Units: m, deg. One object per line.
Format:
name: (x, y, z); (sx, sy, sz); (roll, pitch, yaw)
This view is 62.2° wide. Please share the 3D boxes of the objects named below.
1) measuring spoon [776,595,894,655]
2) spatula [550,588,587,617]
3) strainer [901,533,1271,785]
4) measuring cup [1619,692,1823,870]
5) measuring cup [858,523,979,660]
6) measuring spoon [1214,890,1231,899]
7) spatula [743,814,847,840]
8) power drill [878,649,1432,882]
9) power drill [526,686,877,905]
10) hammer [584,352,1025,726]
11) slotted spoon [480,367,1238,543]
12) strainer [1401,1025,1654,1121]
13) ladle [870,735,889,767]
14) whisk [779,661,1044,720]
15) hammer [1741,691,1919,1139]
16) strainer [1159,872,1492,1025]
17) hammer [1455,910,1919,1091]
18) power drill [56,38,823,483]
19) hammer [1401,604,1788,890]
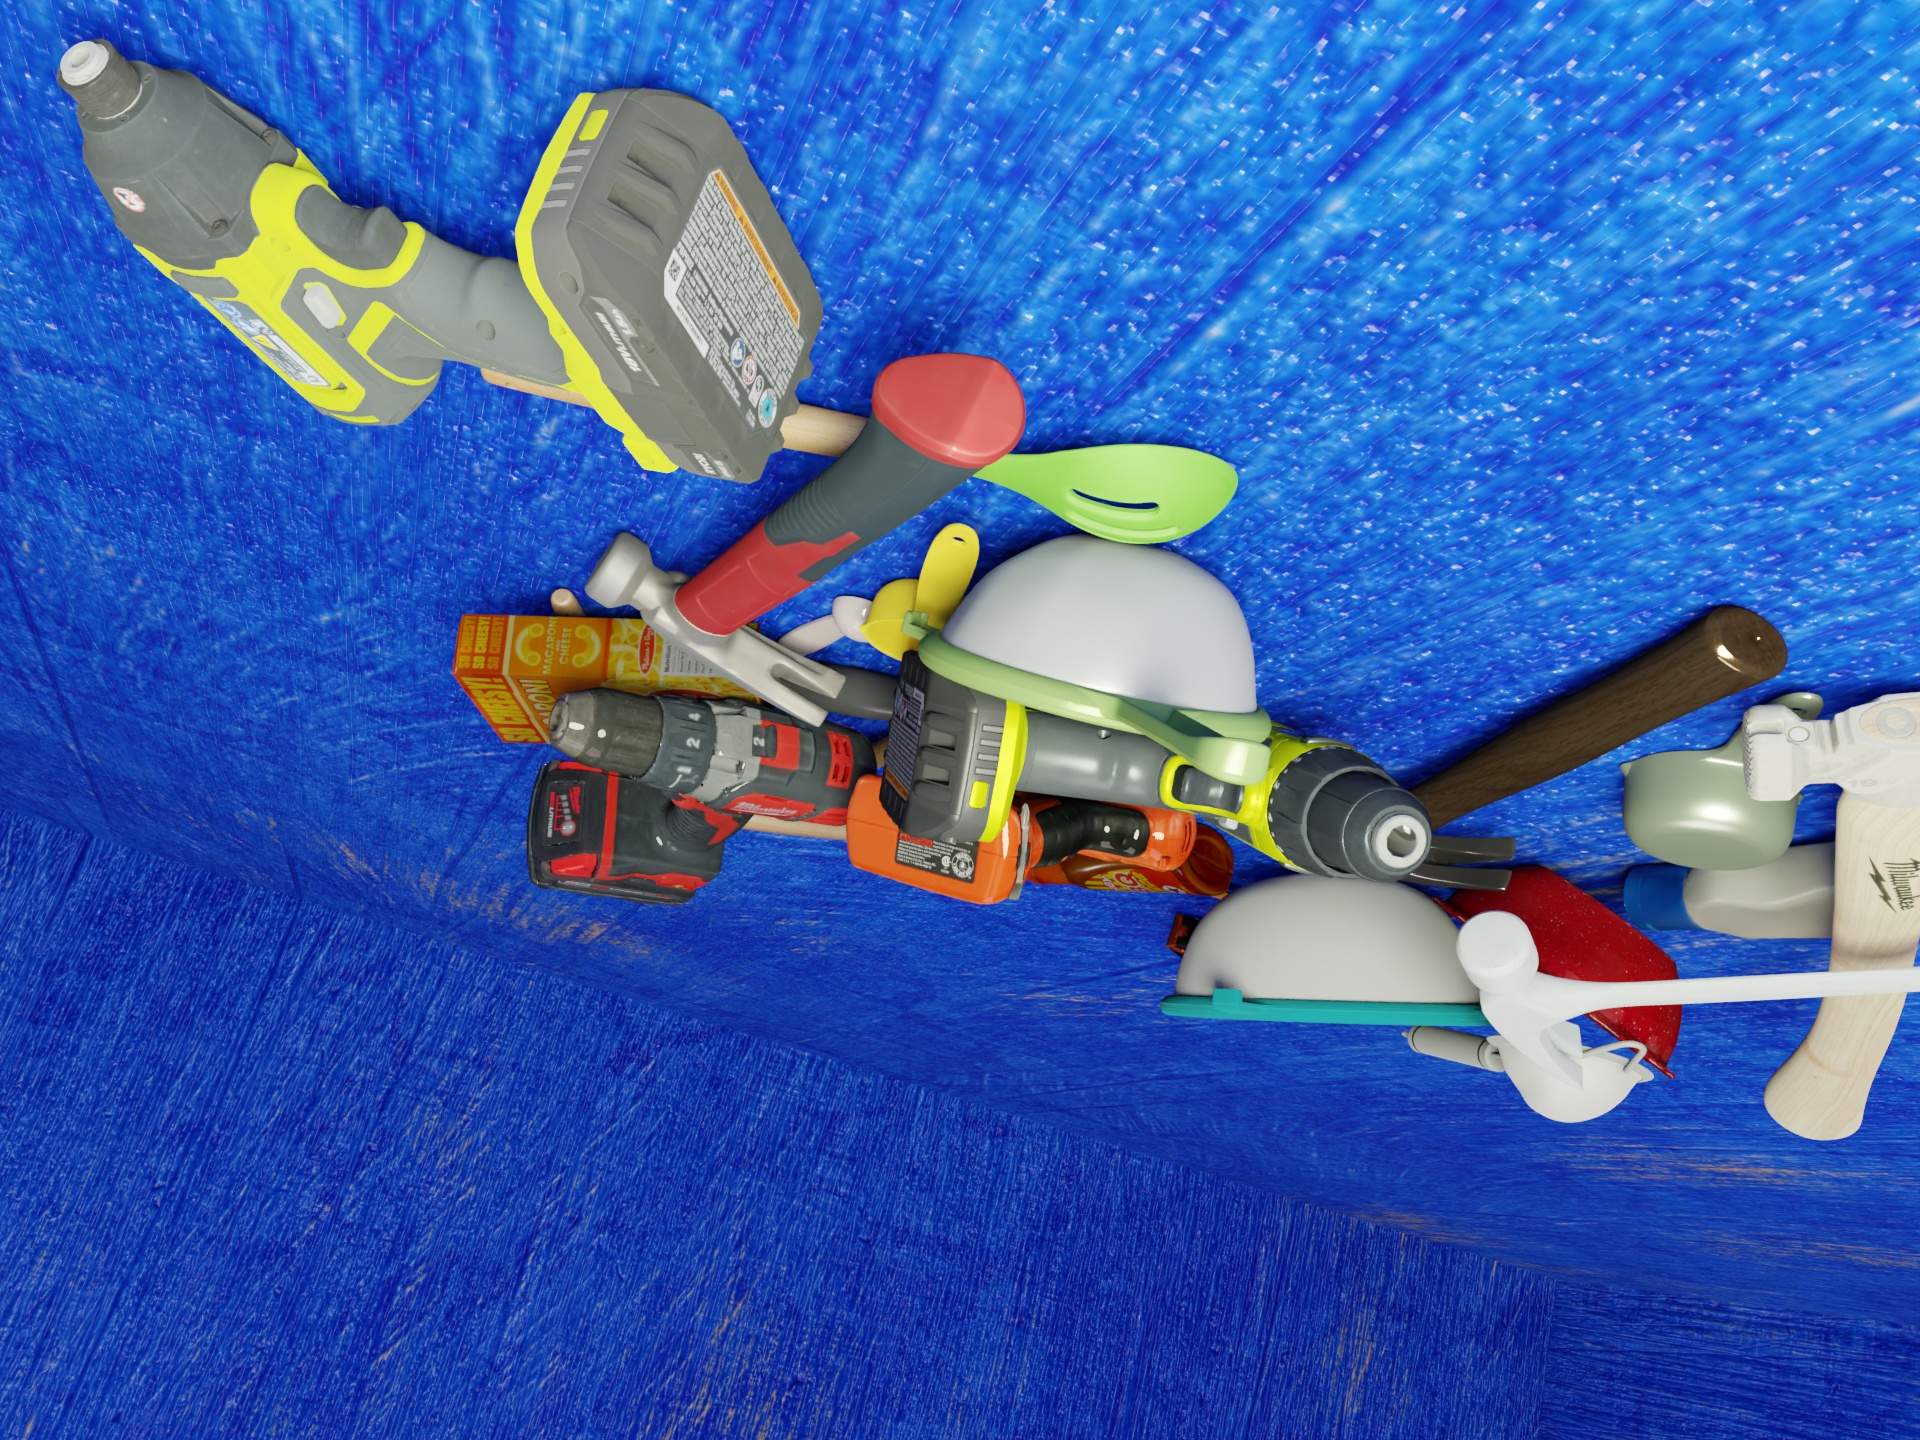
measuring spoon: (-0.074, -0.043, 0.861); (0.034, 0.018, 0.124); (24, 160, -25)
spatula: (-0.231, -0.005, 1.048); (0.082, 0.044, 0.317); (3, 159, 0)
strainer: (0.070, -0.032, 0.610); (0.151, 0.069, 0.256); (11, -172, -12)
measuring cup: (0.349, 0.031, 0.714); (0.083, 0.038, 0.167); (11, 163, 11)
measuring cup: (-0.009, -0.065, 0.741); (0.062, 0.029, 0.156); (17, 159, -4)
measuring spoon: (0.192, 0.122, 1.142); (0.117, 0.011, 0.021); (19, 161, -1)
spatula: (-0.102, 0.076, 1.137); (0.315, 0.018, 0.060); (9, 164, -23)
power drill: (0.087, 0.027, 0.732); (0.228, 0.080, 0.190); (9, -175, -11)
power drill: (-0.181, 0.041, 0.936); (0.187, 0.080, 0.226); (14, 155, -34)
hammer: (-0.056, -0.065, 0.667); (0.143, 0.038, 0.386); (32, 162, -17)
slotted spoon: (-0.048, -0.113, 0.635); (0.314, 0.031, 0.070); (13, 165, 11)
strainer: (0.319, 0.200, 0.932); (0.087, 0.050, 0.258); (19, 172, -7)
ladle: (-0.064, 0.026, 1.036); (0.069, 0.031, 0.315); (16, 161, -29)
whisk: (-0.002, -0.002, 0.884); (0.239, 0.055, 0.055); (12, 161, 20)
hammer: (0.442, 0.113, 0.754); (0.146, 0.038, 0.410); (-2, 146, 21)
strainer: (0.227, 0.153, 1.081); (0.211, 0.095, 0.340); (2, 172, -6)
hammer: (0.436, 0.112, 0.686); (0.405, 0.035, 0.143); (-9, 143, 27)
power drill: (-0.175, -0.155, 0.539); (0.223, 0.080, 0.171); (12, 161, 20)
hammer: (0.262, 0.022, 0.750); (0.130, 0.031, 0.331); (21, 158, -7)
